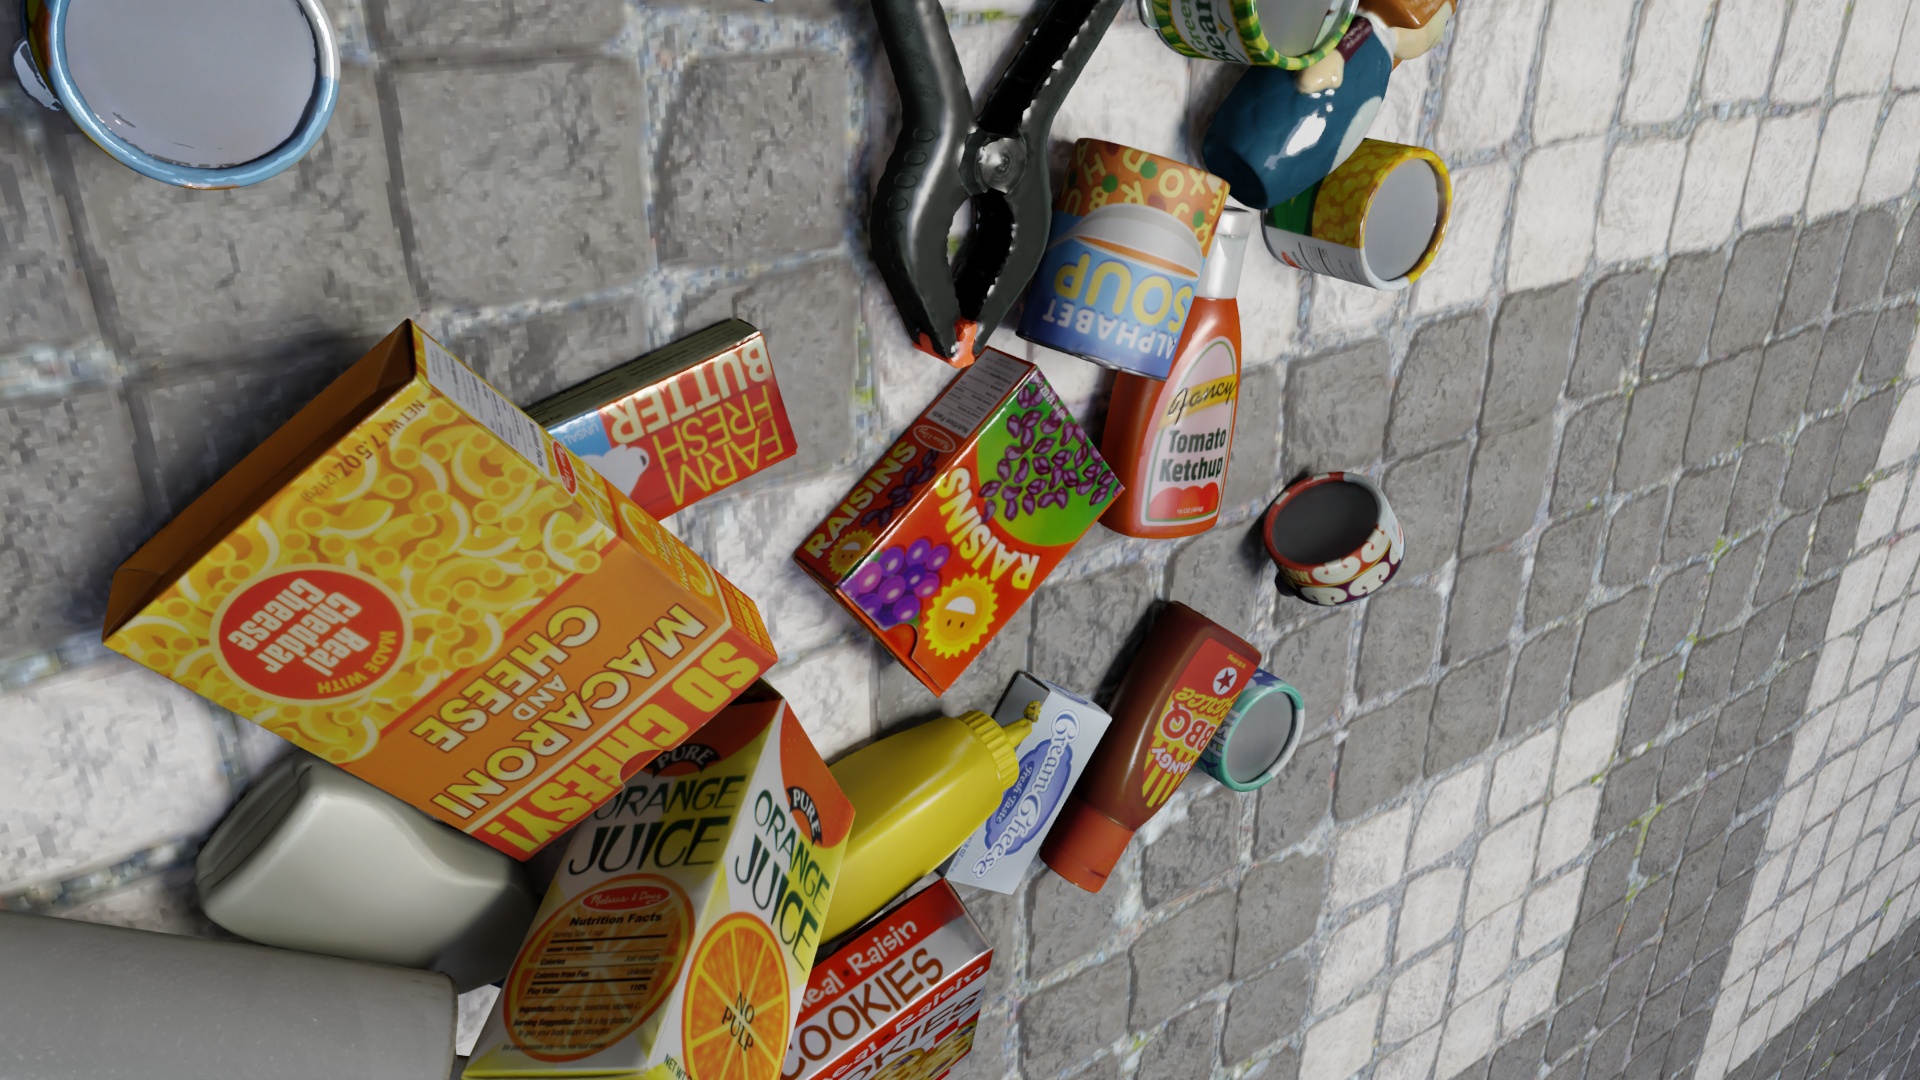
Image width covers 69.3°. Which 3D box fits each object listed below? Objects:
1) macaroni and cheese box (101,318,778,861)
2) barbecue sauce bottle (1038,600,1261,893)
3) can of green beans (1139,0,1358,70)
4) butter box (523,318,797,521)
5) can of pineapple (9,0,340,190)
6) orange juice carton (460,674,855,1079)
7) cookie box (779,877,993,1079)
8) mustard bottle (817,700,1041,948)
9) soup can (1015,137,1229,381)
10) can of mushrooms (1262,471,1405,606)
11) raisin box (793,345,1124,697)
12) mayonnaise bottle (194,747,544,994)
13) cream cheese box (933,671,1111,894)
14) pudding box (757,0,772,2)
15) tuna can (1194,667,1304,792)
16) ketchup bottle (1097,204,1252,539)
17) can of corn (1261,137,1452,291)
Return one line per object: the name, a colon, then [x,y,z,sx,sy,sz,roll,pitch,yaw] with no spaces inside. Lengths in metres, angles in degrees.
macaroni and cheese box: [-0.160,0.027,0.454,0.123,0.040,0.166,-39,131,7]
barbecue sauce bottle: [0.093,0.106,0.706,0.065,0.044,0.148,32,90,-43]
can of green beans: [0.119,-0.227,0.562,0.071,0.058,0.071,-16,120,-31]
butter box: [-0.111,-0.035,0.496,0.104,0.024,0.053,-29,127,-24]
can of pineapple: [-0.203,-0.127,0.360,0.071,0.058,0.070,-17,120,-31]
orange juice carton: [-0.096,0.124,0.510,0.194,0.073,0.071,-75,149,-47]
cookie box: [-0.050,0.226,0.612,0.123,0.040,0.166,-30,152,-23]
mustard bottle: [-0.023,0.115,0.607,0.161,0.065,0.048,-28,122,-26]
soup can: [0.066,-0.114,0.565,0.071,0.071,0.083,7,105,-39]
can of mushrooms: [0.190,0.000,0.718,0.071,0.071,0.033,-47,131,-10]
raisin box: [0.002,-0.007,0.587,0.123,0.040,0.086,-48,132,-9]
mayonnaise bottle: [-0.191,0.130,0.501,0.065,0.041,0.147,-47,132,-2]
cream cheese box: [0.027,0.118,0.674,0.053,0.024,0.103,27,93,-43]
pudding box: [-0.074,-0.191,0.412,0.030,0.084,0.049,30,91,-42]
tuna can: [0.153,0.101,0.757,0.071,0.033,0.070,-17,120,-32]
ketchup bottle: [0.099,-0.076,0.627,0.065,0.043,0.148,-7,114,-35]
can of corn: [0.186,-0.156,0.646,0.071,0.058,0.070,-17,120,-31]
